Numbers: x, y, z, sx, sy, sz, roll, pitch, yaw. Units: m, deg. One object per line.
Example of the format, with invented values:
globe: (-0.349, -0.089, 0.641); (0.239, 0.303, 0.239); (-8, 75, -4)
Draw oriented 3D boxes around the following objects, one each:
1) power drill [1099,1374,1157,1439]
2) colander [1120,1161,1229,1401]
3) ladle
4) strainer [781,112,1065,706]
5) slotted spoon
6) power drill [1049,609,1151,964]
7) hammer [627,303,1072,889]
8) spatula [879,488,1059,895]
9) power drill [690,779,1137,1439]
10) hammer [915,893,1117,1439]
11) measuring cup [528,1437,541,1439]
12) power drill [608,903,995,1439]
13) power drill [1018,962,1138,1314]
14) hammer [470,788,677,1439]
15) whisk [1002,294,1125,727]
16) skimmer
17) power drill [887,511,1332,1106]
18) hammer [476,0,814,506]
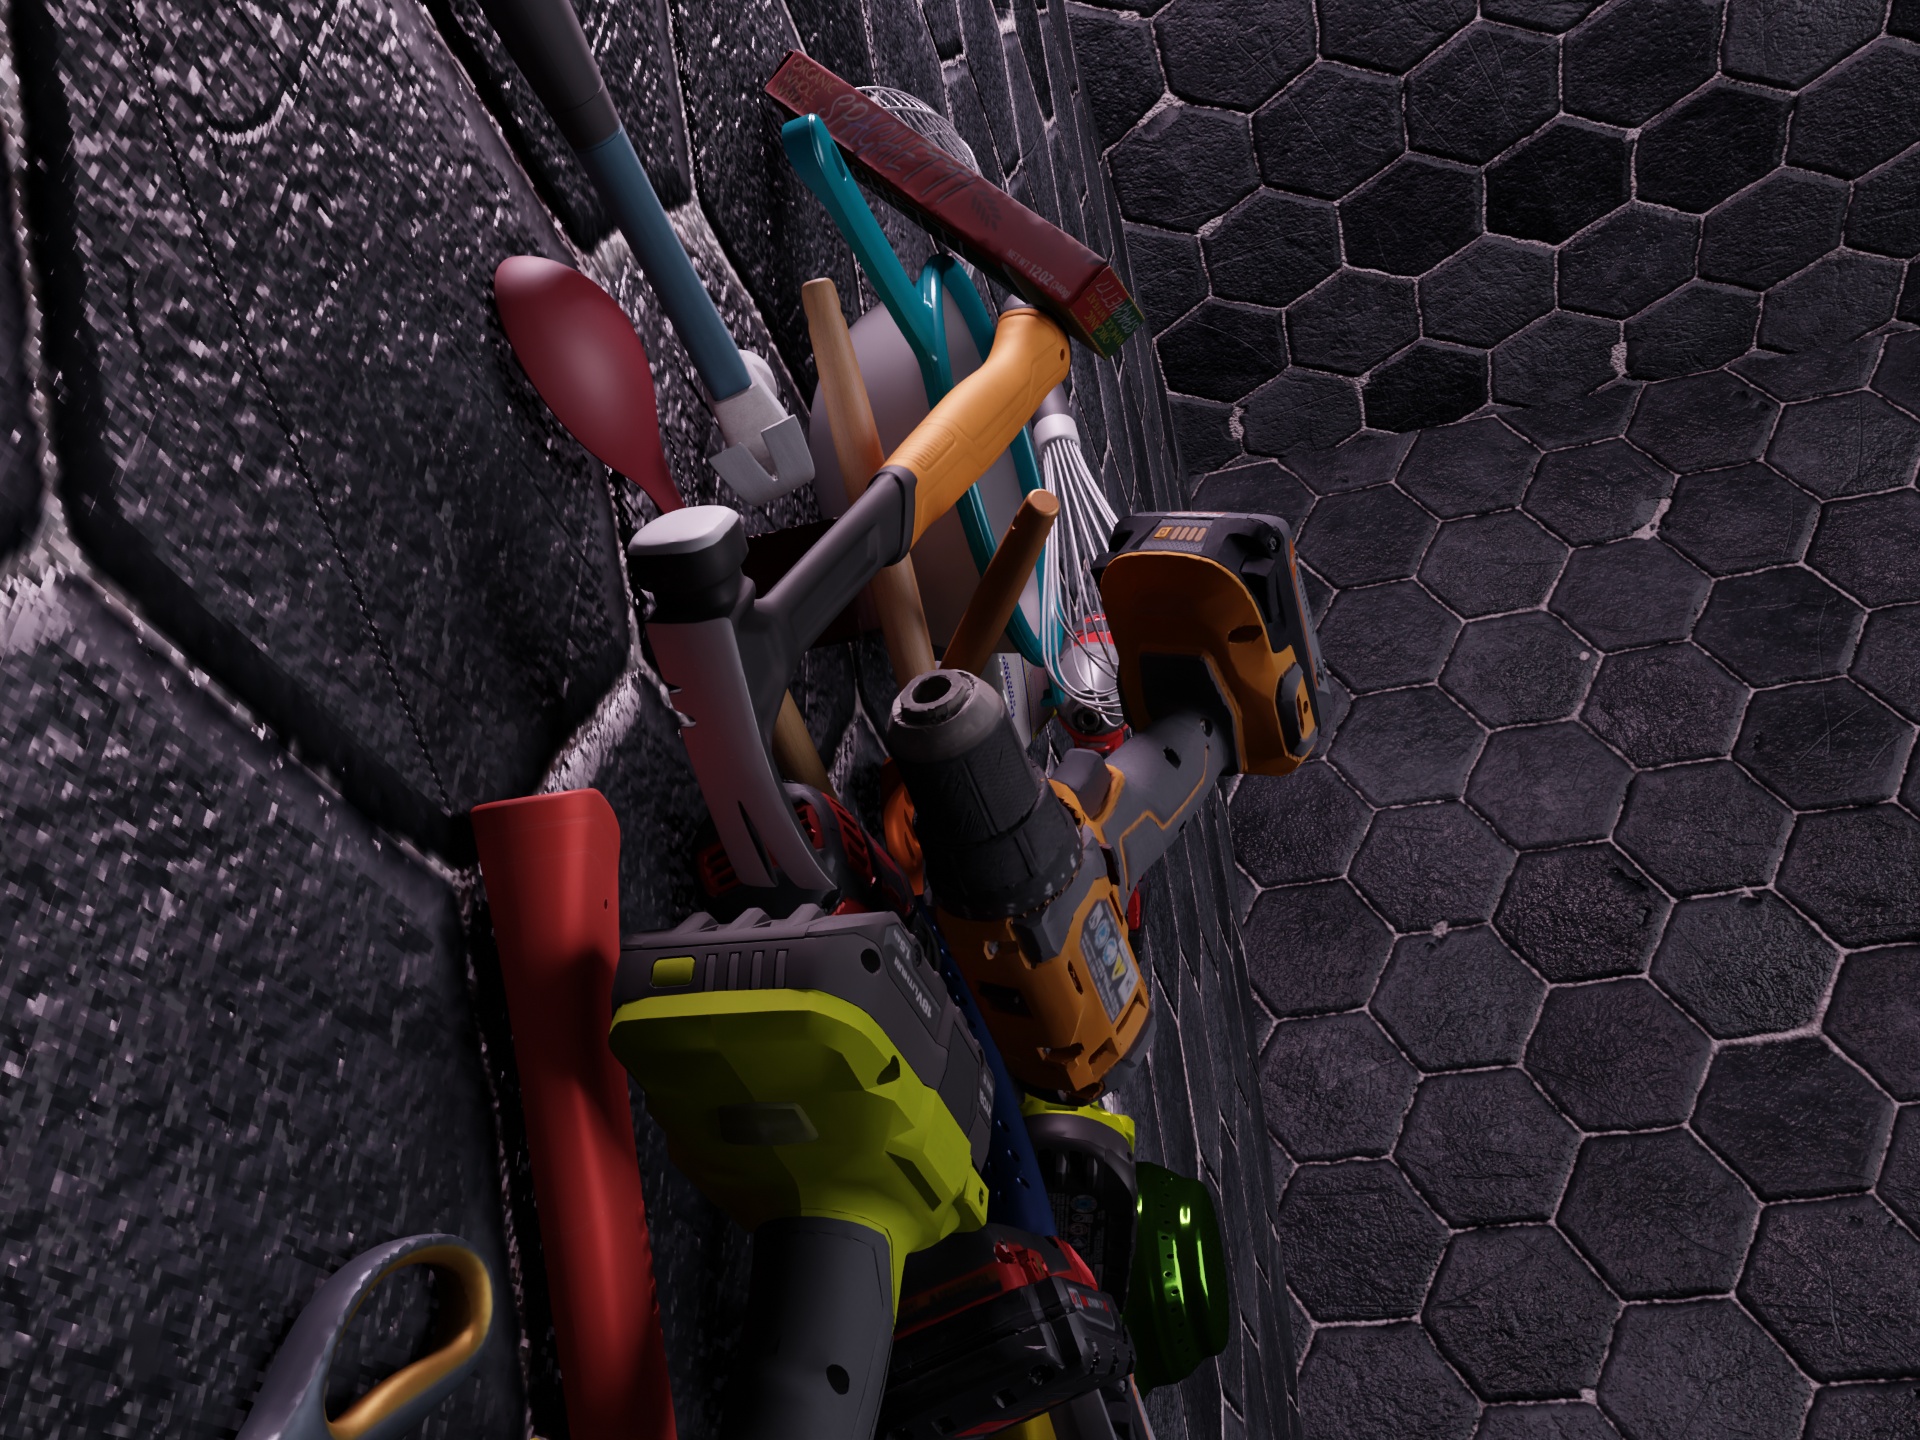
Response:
power drill: (0.037, 0.401, 0.708); (0.227, 0.084, 0.164); (-74, 151, -53)
colander: (0.116, 0.411, 0.988); (0.397, 0.094, 0.204); (-81, 157, -55)
ladle: (-0.091, -0.041, 0.608); (0.315, 0.031, 0.069); (69, 14, -45)
strainer: (-0.040, -0.146, 0.753); (0.340, 0.095, 0.211); (51, 28, -59)
slotted spoon: (-0.020, -0.024, 0.655); (0.070, 0.031, 0.313); (-120, -164, -80)
power drill: (0.091, 0.047, 1.072); (0.143, 0.078, 0.219); (-66, 158, -66)
hammer: (-0.016, -0.079, 0.601); (0.337, 0.034, 0.127); (-57, 140, -53)
spatula: (-0.001, -0.002, 0.717); (0.322, 0.041, 0.081); (117, -26, -57)
power drill: (-0.018, 0.143, 0.590); (0.187, 0.080, 0.227); (57, 9, -64)
hammer: (0.037, 0.225, 0.613); (0.035, 0.144, 0.406); (55, 9, -45)
measuring cup: (-0.104, 0.241, 0.342); (0.062, 0.029, 0.157); (54, 28, -62)
power drill: (-0.049, 0.163, 0.374); (0.171, 0.080, 0.223); (66, 23, -48)
power drill: (0.057, 0.216, 0.903); (0.229, 0.080, 0.190); (-82, 173, -56)
hammer: (-0.091, 0.198, 0.414); (0.149, 0.037, 0.359); (1, 80, -76)
whisk: (0.054, -0.118, 0.804); (0.070, 0.070, 0.285); (60, 16, -55)
skimmer: (-0.033, -0.202, 0.958); (0.127, 0.090, 0.363); (37, 55, -75)
power drill: (0.058, 0.007, 0.613); (0.226, 0.084, 0.185); (-54, 135, -35)
hammer: (-0.126, -0.205, 0.517); (0.330, 0.033, 0.128); (63, 0, -41)
